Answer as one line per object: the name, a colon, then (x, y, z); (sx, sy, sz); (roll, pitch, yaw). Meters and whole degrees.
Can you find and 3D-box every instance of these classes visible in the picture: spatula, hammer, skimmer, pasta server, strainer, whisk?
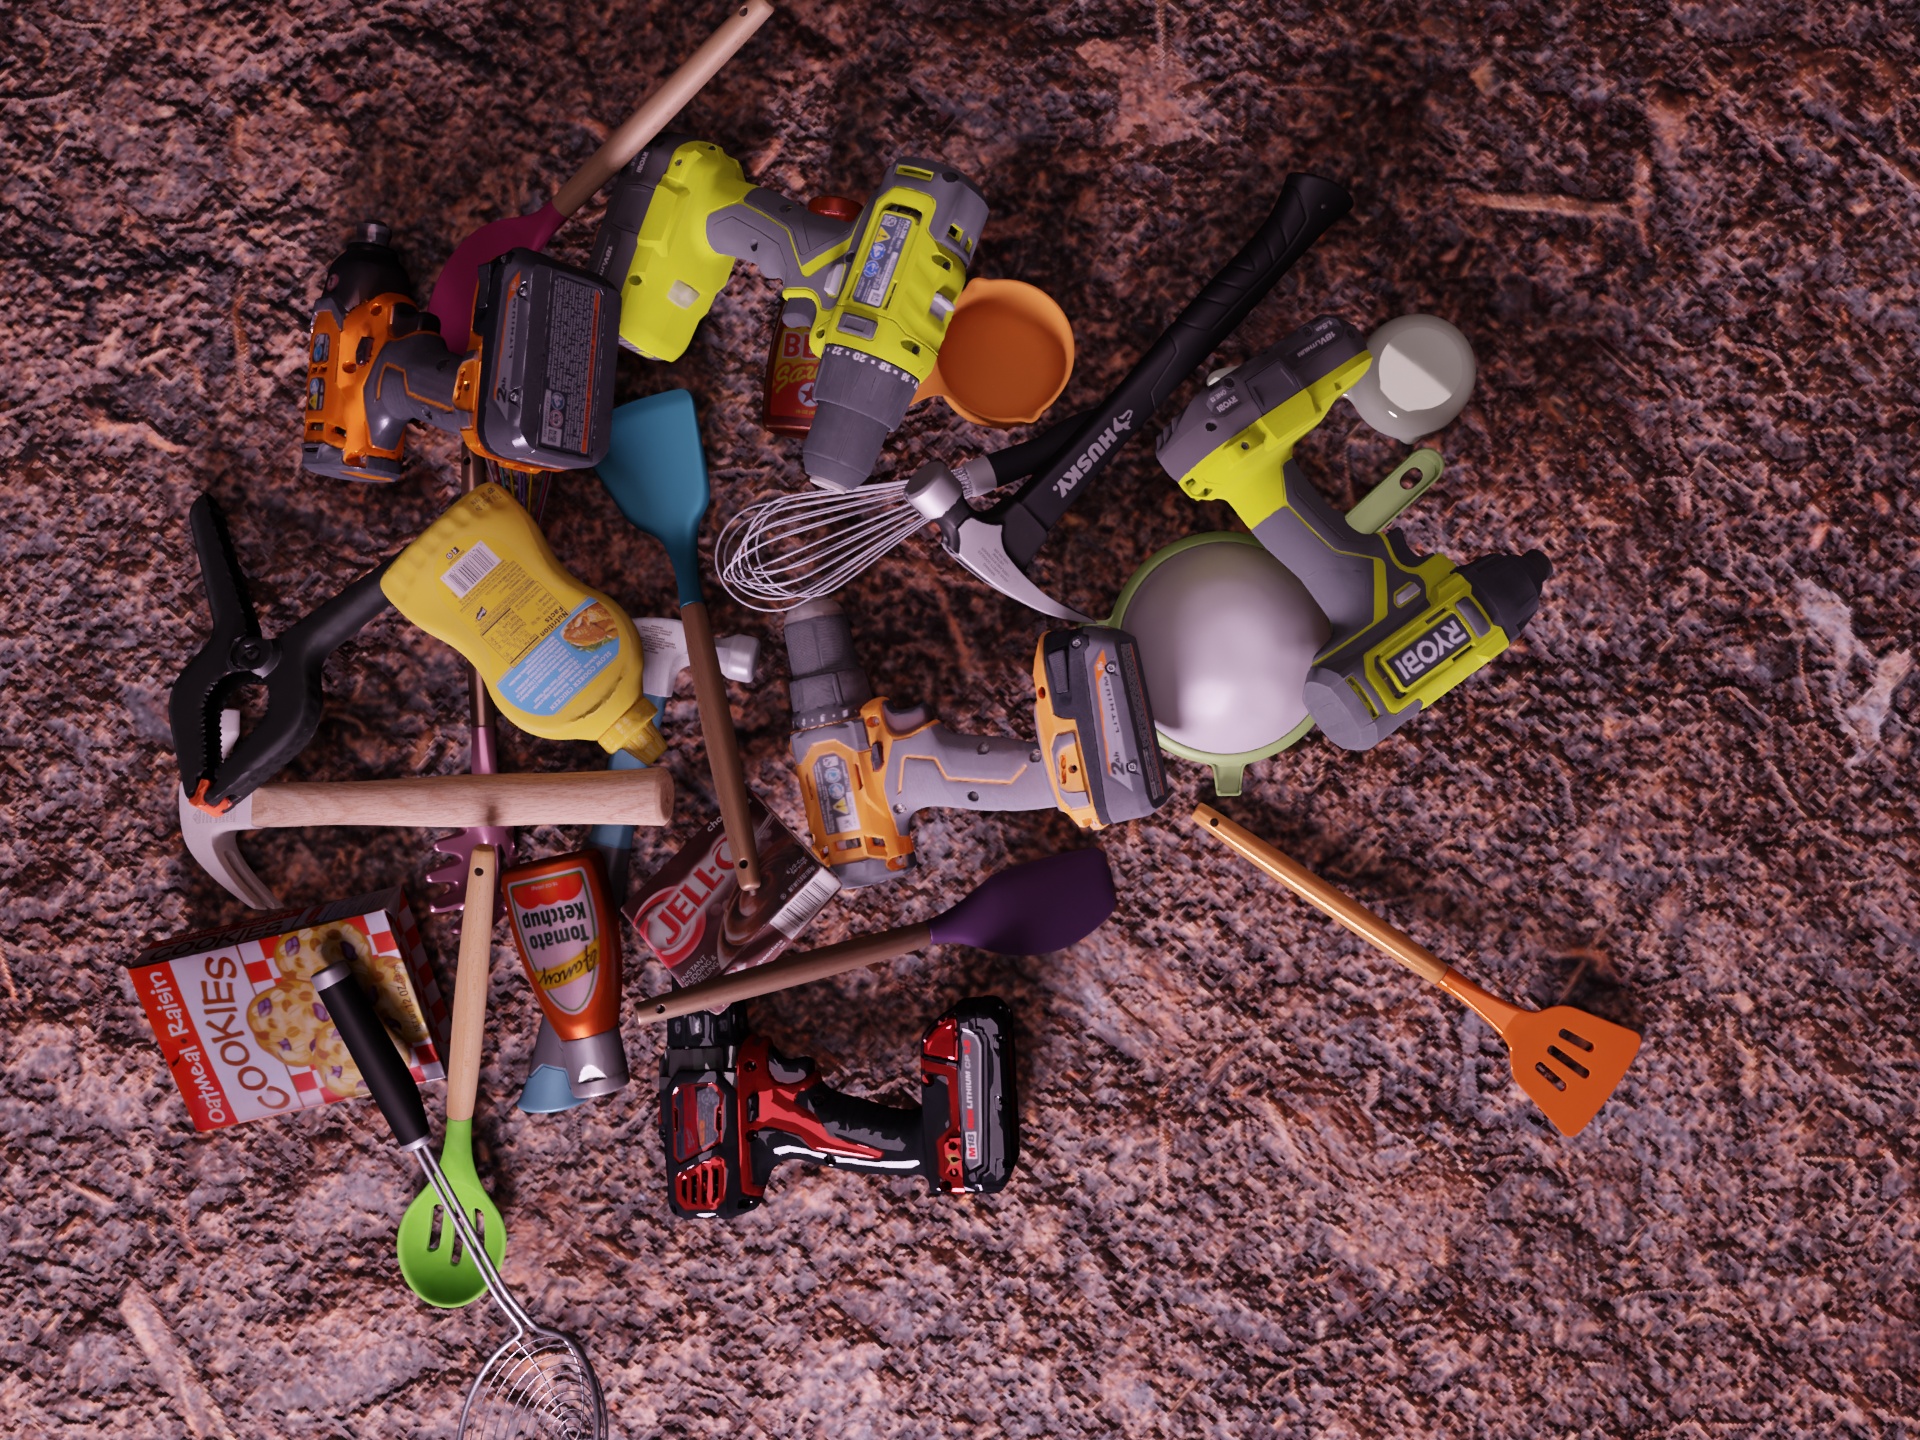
spatula: (0.284, 0.148, 1.016); (0.322, 0.041, 0.081); (34, 92, 5)
hammer: (0.124, -0.208, 0.984); (0.335, 0.035, 0.146); (-47, 118, -4)
hammer: (-0.339, 0.053, 0.998); (0.331, 0.031, 0.130); (-1, 86, 12)
spatula: (-0.166, -0.049, 0.982); (0.082, 0.044, 0.318); (-17, 73, 8)
skimmer: (-0.320, 0.322, 0.961); (0.127, 0.090, 0.363); (-23, 96, 28)
spatula: (-0.043, 0.138, 0.970); (0.316, 0.018, 0.060); (-12, 90, -22)
pasta server: (-0.313, -0.023, 1.025); (0.060, 0.040, 0.316); (-2, 90, 12)
hammer: (-0.228, 0.093, 1.026); (0.128, 0.033, 0.331); (14, 91, 1)
strainer: (0.207, -0.081, 0.991); (0.256, 0.069, 0.151); (-42, 89, 3)
whisk: (-0.018, -0.142, 0.996); (0.284, 0.070, 0.070); (-23, 90, -9)
whisk: (-0.281, -0.118, 1.019); (0.047, 0.051, 0.245); (0, 90, 24)

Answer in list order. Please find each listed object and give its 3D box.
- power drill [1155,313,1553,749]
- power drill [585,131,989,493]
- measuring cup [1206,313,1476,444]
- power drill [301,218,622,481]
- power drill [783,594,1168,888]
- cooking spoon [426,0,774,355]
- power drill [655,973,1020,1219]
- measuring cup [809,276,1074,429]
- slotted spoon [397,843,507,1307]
power drill: (0.235, -0.117, 0.942); (0.171, 0.080, 0.223); (-34, 88, -14)
power drill: (-0.111, -0.251, 0.953); (0.229, 0.080, 0.190); (22, 92, 25)
measuring cup: (0.241, -0.218, 1.003); (0.167, 0.038, 0.083); (0, 91, 2)
power drill: (-0.312, -0.228, 0.965); (0.226, 0.084, 0.164); (6, 91, 34)
power drill: (-0.002, -0.003, 0.981); (0.226, 0.084, 0.185); (-12, 90, 18)
cooking spoon: (-0.226, -0.327, 0.966); (0.319, 0.017, 0.069); (-33, 72, 28)
power drill: (-0.081, 0.214, 1.003); (0.226, 0.080, 0.188); (-4, 84, 6)
measuring cup: (-0.013, -0.212, 1.002); (0.173, 0.052, 0.095); (-23, 91, 0)
slotted spoon: (-0.311, 0.225, 1.001); (0.070, 0.031, 0.313); (8, 105, -3)
